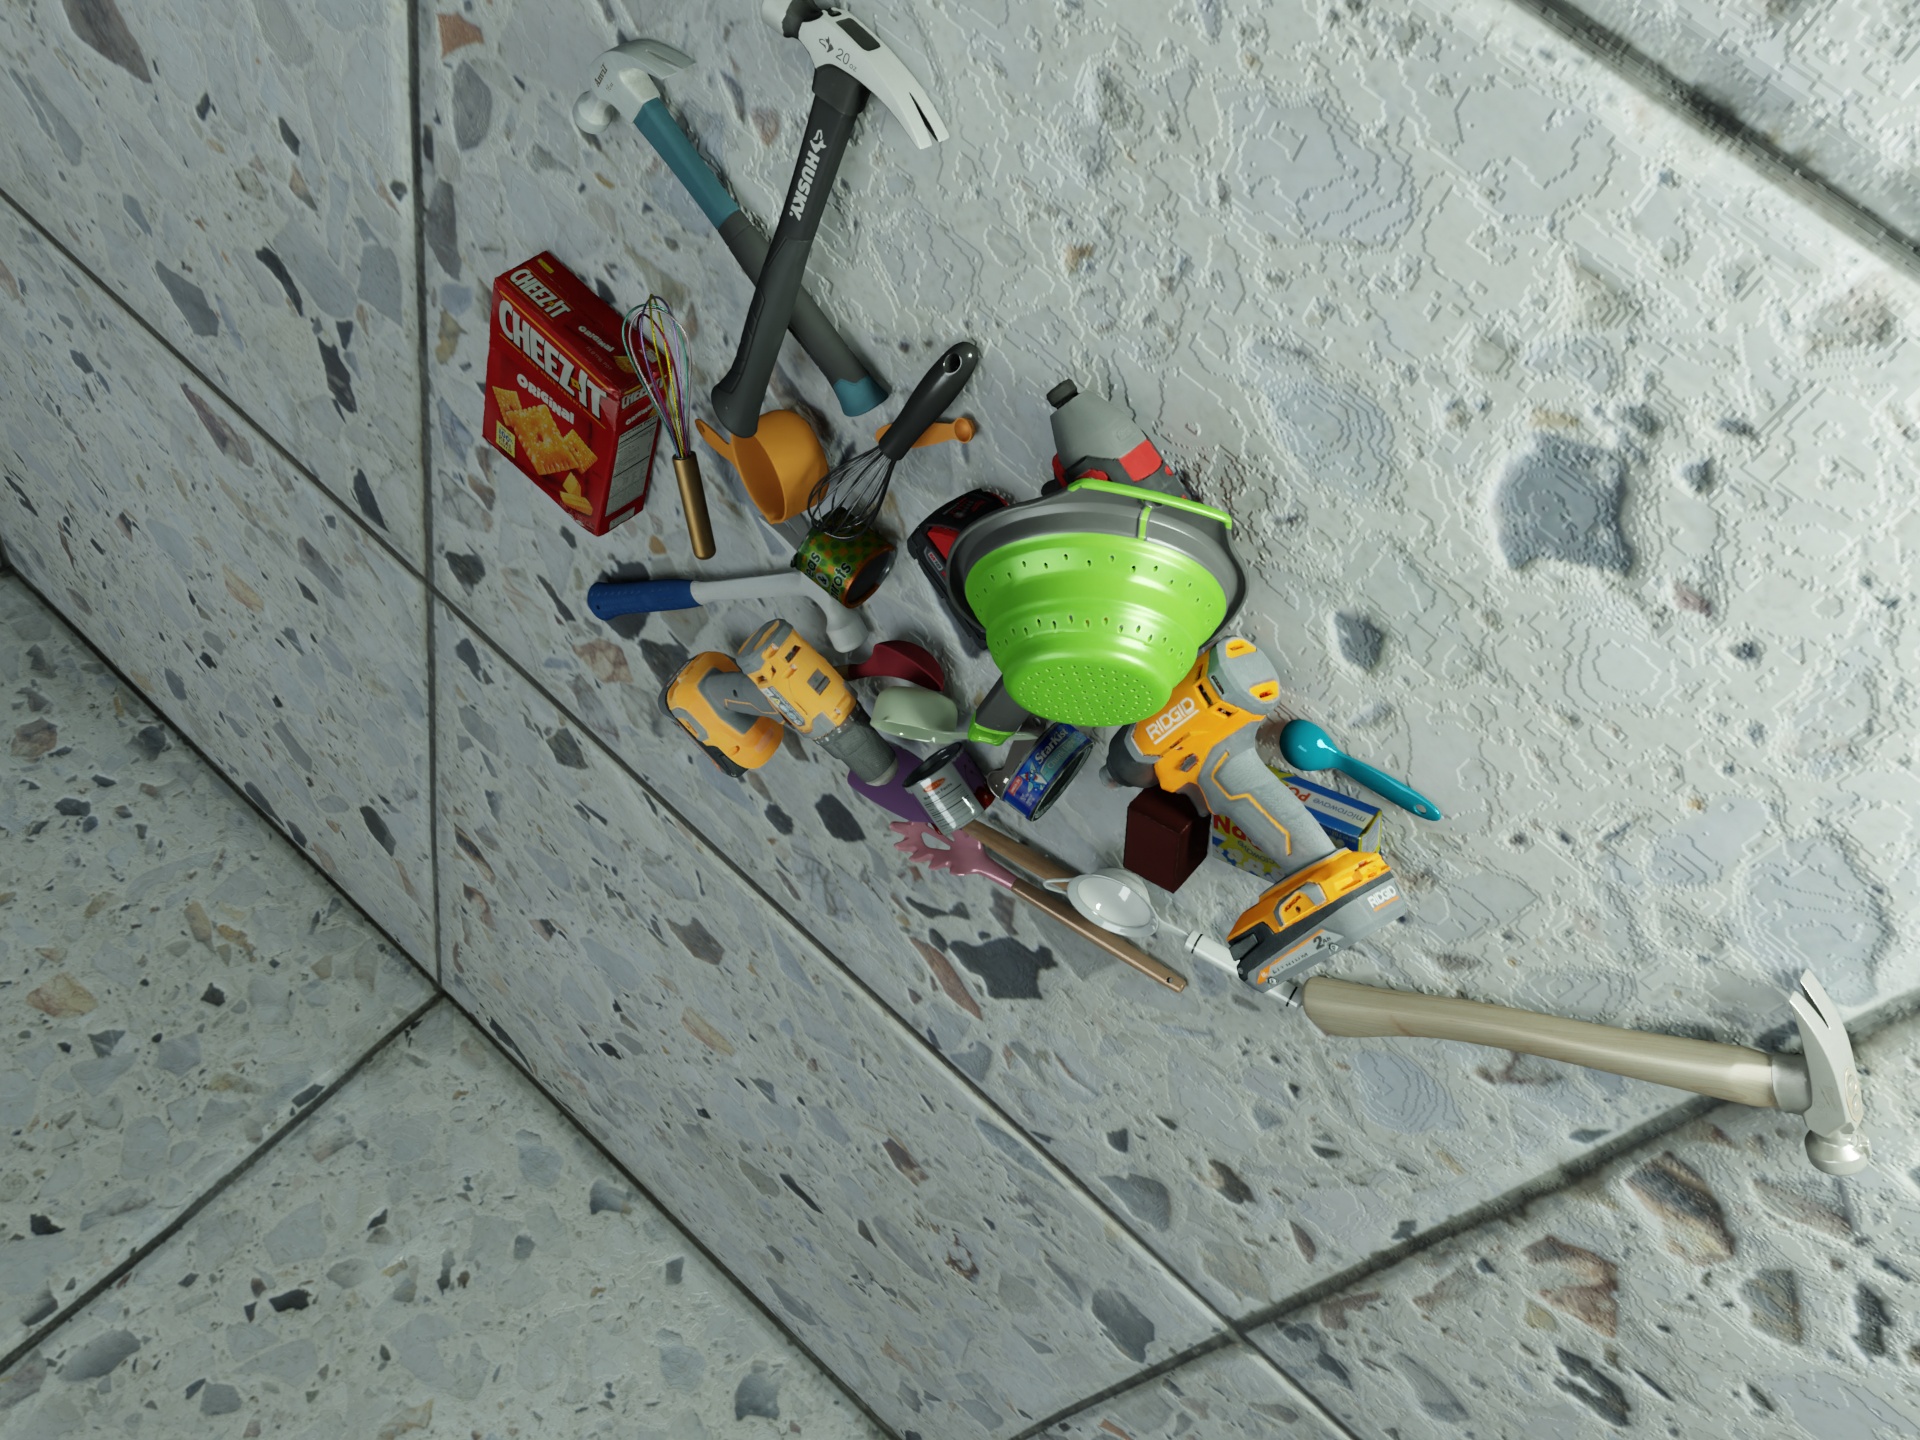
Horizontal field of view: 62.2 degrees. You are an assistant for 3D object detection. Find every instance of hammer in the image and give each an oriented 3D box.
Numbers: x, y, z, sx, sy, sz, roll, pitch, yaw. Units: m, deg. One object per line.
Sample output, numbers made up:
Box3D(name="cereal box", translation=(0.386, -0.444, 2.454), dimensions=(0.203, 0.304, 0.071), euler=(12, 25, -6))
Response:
Box3D(name="hammer", translation=(0.420, 0.221, 1.147), dimensions=(0.411, 0.038, 0.146), euler=(1, 124, 48))
Box3D(name="hammer", translation=(-0.250, -0.130, 1.546), dimensions=(0.406, 0.035, 0.144), euler=(1, 125, 48))
Box3D(name="hammer", translation=(-0.117, -0.335, 1.139), dimensions=(0.146, 0.035, 0.334), euler=(39, 135, 11))
Box3D(name="hammer", translation=(-0.168, -0.369, 1.212), dimensions=(0.331, 0.033, 0.128), euler=(52, 148, -7))

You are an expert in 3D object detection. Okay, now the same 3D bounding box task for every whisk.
Box3D(name="whisk", translation=(-0.053, -0.212, 1.218), dimensions=(0.055, 0.055, 0.239), euler=(48, 136, 0))
Box3D(name="whisk", translation=(-0.246, -0.249, 1.379), dimensions=(0.047, 0.051, 0.244), euler=(38, 144, 48))

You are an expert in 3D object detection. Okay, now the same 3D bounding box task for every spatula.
Box3D(name="spatula", translation=(0.028, 0.106, 1.477), dimensions=(0.316, 0.018, 0.060), euler=(29, 99, 21))

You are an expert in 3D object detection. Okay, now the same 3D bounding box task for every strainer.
Box3D(name="strainer", translation=(0.193, 0.185, 1.365), dimensions=(0.258, 0.050, 0.086), euler=(28, 148, 18))

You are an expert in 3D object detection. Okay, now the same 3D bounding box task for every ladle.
Box3D(name="ladle", translation=(-0.113, -0.041, 1.489), dimensions=(0.069, 0.031, 0.315), euler=(41, 154, -26))

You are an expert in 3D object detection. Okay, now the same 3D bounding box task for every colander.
Box3D(name="colander", translation=(0.067, -0.027, 1.132), dimensions=(0.204, 0.095, 0.397), euler=(12, 155, -11))

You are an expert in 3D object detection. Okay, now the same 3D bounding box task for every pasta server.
Box3D(name="pasta server", translation=(0.071, 0.167, 1.485), dimensions=(0.316, 0.060, 0.040), euler=(30, -177, 21))

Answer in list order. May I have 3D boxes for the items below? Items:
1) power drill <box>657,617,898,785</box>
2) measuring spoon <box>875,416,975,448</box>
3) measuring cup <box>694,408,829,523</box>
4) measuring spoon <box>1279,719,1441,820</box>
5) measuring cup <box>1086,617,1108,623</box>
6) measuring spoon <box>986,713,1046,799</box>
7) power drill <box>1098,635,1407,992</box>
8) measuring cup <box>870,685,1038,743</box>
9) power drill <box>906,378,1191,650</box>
Box3D(name="power drill", translation=(-0.171, -0.002, 1.516), dimensions=(0.185, 0.084, 0.226), euler=(47, 149, -21))
Box3D(name="measuring spoon", translation=(-0.027, -0.222, 1.226), dimensions=(0.117, 0.011, 0.021), euler=(7, 115, 49))
Box3D(name="measuring cup", translation=(-0.169, -0.232, 1.345), dimensions=(0.174, 0.052, 0.095), euler=(40, 150, 46))
Box3D(name="measuring spoon", translation=(0.281, 0.042, 1.133), dimensions=(0.129, 0.021, 0.042), euler=(31, 143, 25))
Box3D(name="measuring cup", translation=(0.107, -0.074, 1.219), dimensions=(0.062, 0.029, 0.156), euler=(43, 135, 7))
Box3D(name="measuring spoon", translation=(0.054, 0.028, 1.388), dimensions=(0.034, 0.018, 0.124), euler=(39, 139, 13))
Box3D(name="power drill", translation=(0.198, 0.074, 1.142), dimensions=(0.164, 0.084, 0.227), euler=(-41, 73, 40))
Box3D(name="measuring cup", translation=(-0.002, -0.004, 1.382), dimensions=(0.168, 0.038, 0.083), euler=(3, 167, 34))
Box3D(name="power drill", translation=(0.063, -0.146, 1.142), dimensions=(0.143, 0.078, 0.219), euler=(54, 143, -6))
